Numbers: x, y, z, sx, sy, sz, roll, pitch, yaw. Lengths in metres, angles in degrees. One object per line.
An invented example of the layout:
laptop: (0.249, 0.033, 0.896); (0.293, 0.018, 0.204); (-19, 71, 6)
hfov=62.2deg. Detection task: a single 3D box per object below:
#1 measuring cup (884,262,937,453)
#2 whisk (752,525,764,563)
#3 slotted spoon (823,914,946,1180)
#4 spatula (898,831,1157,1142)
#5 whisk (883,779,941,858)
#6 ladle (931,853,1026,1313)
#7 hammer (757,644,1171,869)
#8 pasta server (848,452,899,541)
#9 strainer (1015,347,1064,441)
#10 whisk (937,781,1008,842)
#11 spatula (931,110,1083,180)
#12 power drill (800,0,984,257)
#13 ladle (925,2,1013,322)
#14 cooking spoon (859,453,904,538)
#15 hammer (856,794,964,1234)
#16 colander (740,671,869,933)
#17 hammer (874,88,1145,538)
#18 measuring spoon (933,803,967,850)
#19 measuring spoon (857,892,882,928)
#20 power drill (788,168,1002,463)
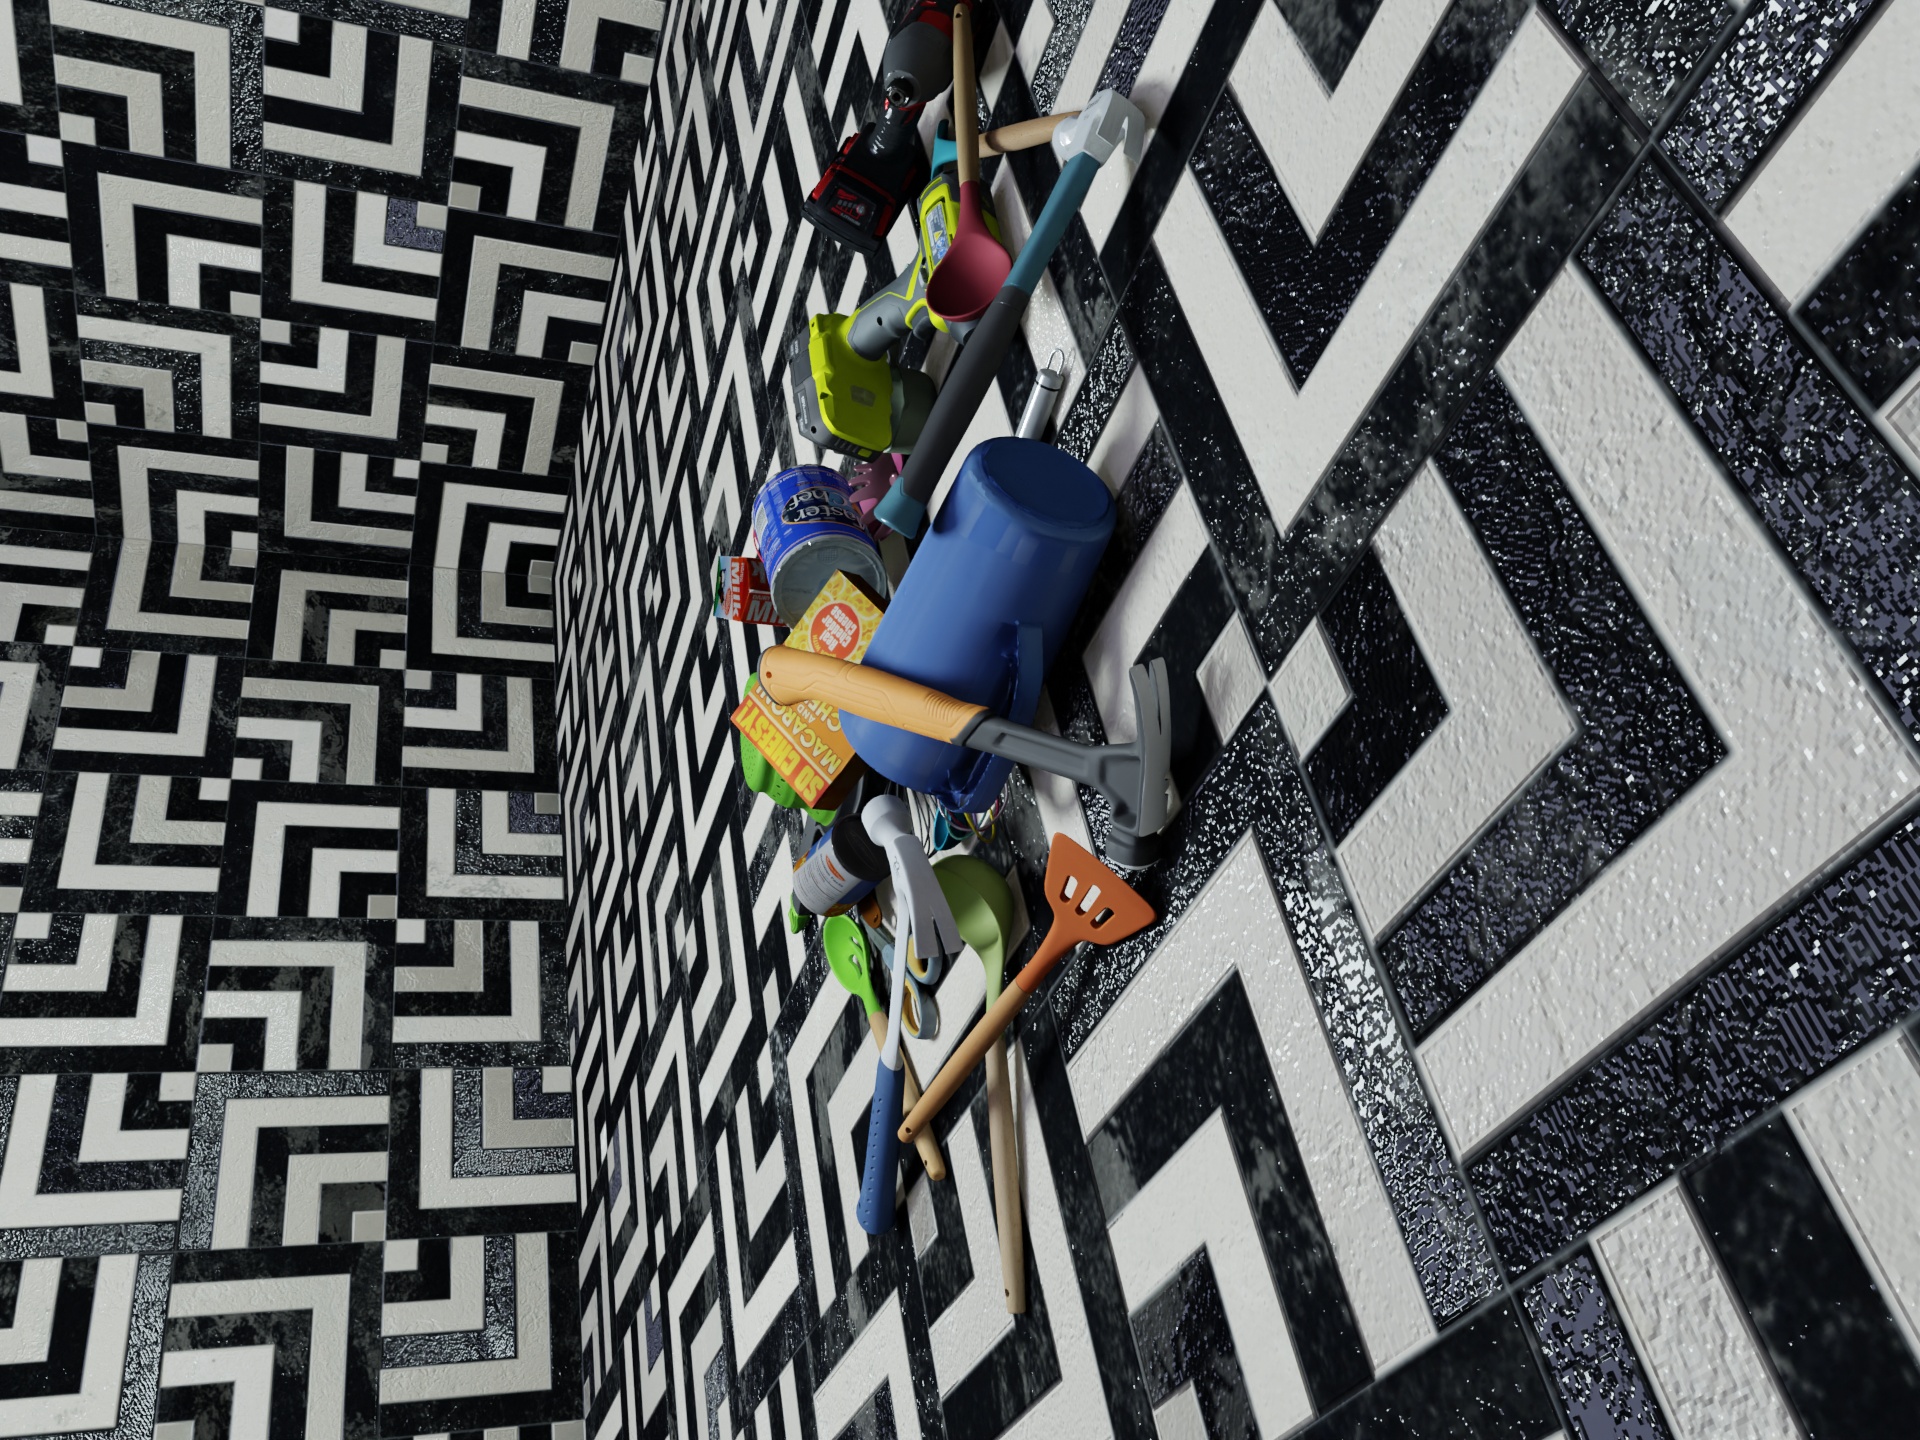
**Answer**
measuring cup: (-0.042, -0.317, 1.404); (0.083, 0.038, 0.167); (-175, 91, -68)
whisk: (-0.162, -0.134, 1.656); (0.073, 0.073, 0.296); (117, 143, -45)
slotted spoon: (-0.065, 0.276, 1.373); (0.314, 0.031, 0.070); (-120, 38, -52)
spatula: (0.027, 0.195, 1.064); (0.081, 0.041, 0.322); (40, 125, 11)
whisk: (-0.053, 0.036, 1.358); (0.239, 0.055, 0.055); (-103, 27, -46)
ladle: (0.016, 0.254, 1.131); (0.078, 0.062, 0.320); (-29, 62, 60)
hammer: (-0.010, -0.009, 1.034); (0.337, 0.034, 0.127); (16, 115, 38)
pasta server: (-0.087, -0.280, 1.489); (0.040, 0.060, 0.317); (-26, 42, 13)
strainer: (0.029, -0.161, 1.194); (0.087, 0.050, 0.258); (50, 131, 39)
whisk: (-0.001, -0.003, 1.244); (0.051, 0.047, 0.245); (-51, 34, 37)
spatula: (0.030, -0.458, 1.268); (0.318, 0.044, 0.082); (27, 110, 62)
power drill: (-0.058, -0.515, 1.371); (0.219, 0.078, 0.143); (-49, 15, 54)
ladle: (0.005, -0.432, 1.226); (0.031, 0.069, 0.316); (46, -142, -60)
cooking spoon: (-0.114, -0.126, 1.536); (0.318, 0.017, 0.069); (-64, 29, 29)
hammer: (-0.052, 0.259, 1.231); (0.144, 0.035, 0.405); (-120, 29, -49)
colander: (-0.167, 0.070, 1.529); (0.205, 0.094, 0.396); (-107, 24, -44)
hammer: (0.030, -0.269, 1.050); (0.331, 0.033, 0.128); (-63, 19, -4)
measuring spoon: (-0.005, 0.046, 1.280); (0.042, 0.021, 0.129); (126, 152, -54)
measuring spoon: (-0.084, 0.165, 1.447); (0.021, 0.011, 0.117); (-63, 21, 6)
power drill: (-0.045, -0.317, 1.302); (0.223, 0.080, 0.171); (-36, 53, 41)
